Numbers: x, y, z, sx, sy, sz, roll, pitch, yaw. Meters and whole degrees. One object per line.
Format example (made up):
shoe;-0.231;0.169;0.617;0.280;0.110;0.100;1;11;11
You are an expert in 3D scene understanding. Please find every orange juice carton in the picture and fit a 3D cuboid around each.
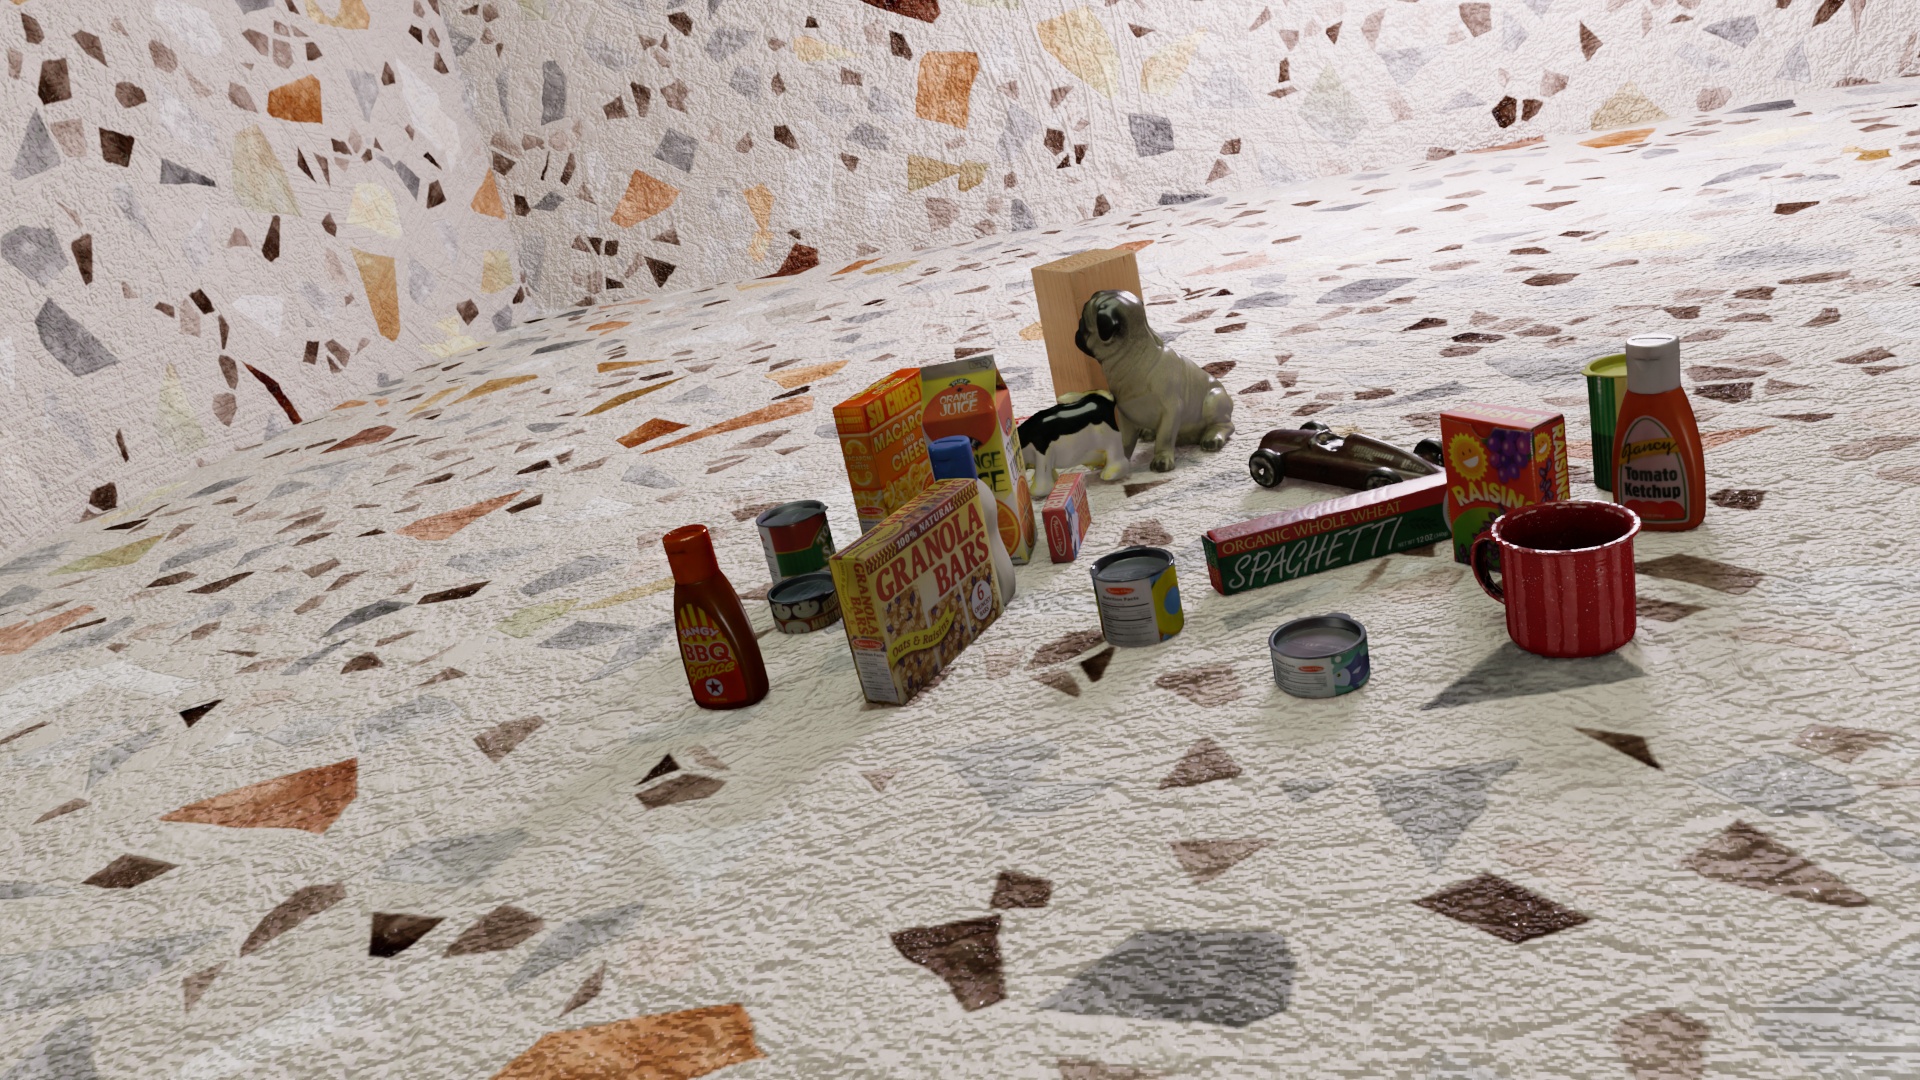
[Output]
orange juice carton;0.016;-0.074;1.282;0.072;0.192;0.073;-8;20;14

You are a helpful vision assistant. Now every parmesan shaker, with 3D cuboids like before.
parmesan shaker;0.553;-0.097;1.150;0.071;0.102;0.071;-11;19;4

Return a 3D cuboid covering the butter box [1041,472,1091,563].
butter box;0.100;-0.023;1.296;0.024;0.053;0.104;-6;20;17

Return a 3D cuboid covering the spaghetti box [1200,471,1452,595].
spaghetti box;0.322;-0.010;1.131;0.250;0.050;0.029;-14;19;-4

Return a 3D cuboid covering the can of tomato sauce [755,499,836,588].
can of tomato sauce;-0.149;0.011;1.310;0.071;0.082;0.071;-11;19;4

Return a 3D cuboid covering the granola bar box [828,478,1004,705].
granola bar box;-0.032;0.037;1.106;0.039;0.123;0.166;0;23;33

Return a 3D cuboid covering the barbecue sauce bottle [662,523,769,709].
barbecue sauce bottle;-0.200;0.061;1.108;0.065;0.148;0.044;-4;21;24

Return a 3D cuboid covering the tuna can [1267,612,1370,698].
tuna can;0.249;0.079;0.958;0.071;0.032;0.071;-11;20;4

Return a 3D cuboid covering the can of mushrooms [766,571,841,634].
can of mushrooms;-0.137;0.056;1.254;0.071;0.033;0.071;-11;20;4

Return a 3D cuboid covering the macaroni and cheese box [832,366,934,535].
macaroni and cheese box;-0.061;-0.072;1.362;0.040;0.165;0.124;-1;23;31

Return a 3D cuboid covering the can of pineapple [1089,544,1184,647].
can of pineapple;0.139;0.043;1.085;0.071;0.057;0.071;-11;19;4

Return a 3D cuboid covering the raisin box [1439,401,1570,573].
raisin box;0.410;-0.037;1.043;0.040;0.123;0.086;-22;21;-24

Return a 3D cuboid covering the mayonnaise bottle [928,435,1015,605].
mayonnaise bottle;0.004;-0.015;1.192;0.065;0.147;0.041;-3;22;27

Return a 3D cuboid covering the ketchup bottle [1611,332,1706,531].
ketchup bottle;0.529;-0.082;1.056;0.064;0.148;0.044;5;26;41
